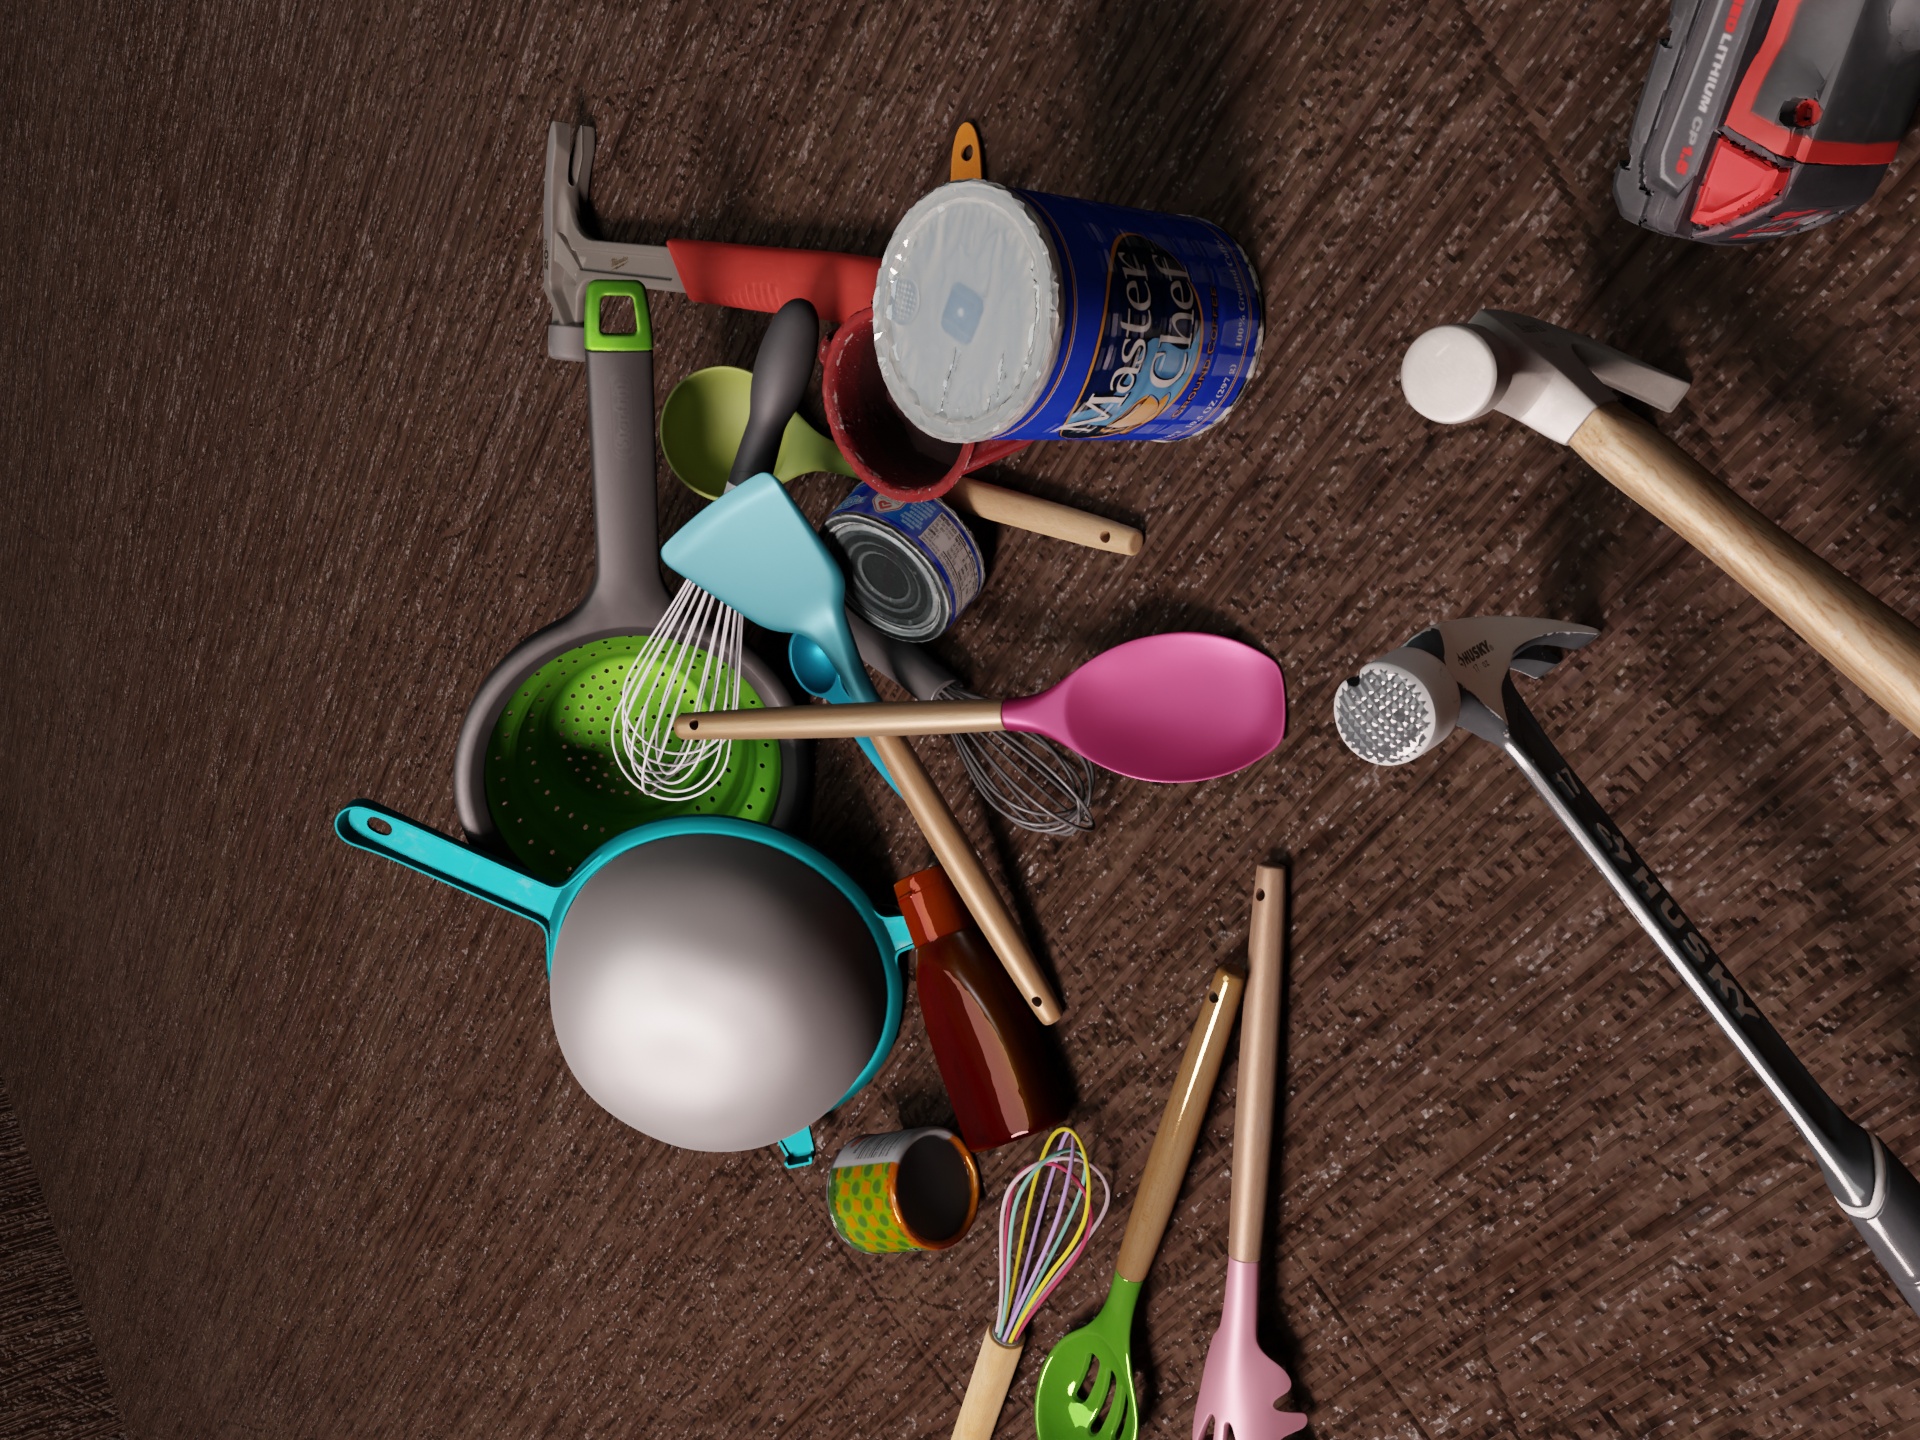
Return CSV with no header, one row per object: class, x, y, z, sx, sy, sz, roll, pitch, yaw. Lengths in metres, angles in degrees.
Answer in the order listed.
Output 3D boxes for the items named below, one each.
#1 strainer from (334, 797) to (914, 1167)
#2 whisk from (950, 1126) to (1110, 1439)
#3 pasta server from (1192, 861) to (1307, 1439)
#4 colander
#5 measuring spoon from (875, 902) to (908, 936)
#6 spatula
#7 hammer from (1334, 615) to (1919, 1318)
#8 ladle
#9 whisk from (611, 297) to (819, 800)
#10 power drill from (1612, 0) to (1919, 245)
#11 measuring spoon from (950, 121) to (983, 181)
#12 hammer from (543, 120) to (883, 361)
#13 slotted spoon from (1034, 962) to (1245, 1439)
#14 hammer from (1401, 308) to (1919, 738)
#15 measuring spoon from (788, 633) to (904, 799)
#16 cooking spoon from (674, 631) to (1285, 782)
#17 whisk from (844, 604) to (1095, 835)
strainer,-0.199,0.138,0.879,0.340,0.095,0.211,25,114,-5
whisk,0.030,0.317,0.853,0.047,0.051,0.244,32,122,31
pasta server,0.139,0.221,0.741,0.060,0.040,0.316,9,99,44
colander,-0.196,-0.057,0.937,0.095,0.204,0.397,-126,36,-67
measuring spoon,-0.071,0.118,0.943,0.124,0.018,0.034,-5,91,39
spatula,-0.037,0.023,0.819,0.082,0.044,0.317,-31,90,27
hammer,0.284,0.131,0.528,0.409,0.149,0.036,55,131,11
ladle,-0.042,-0.129,0.841,0.320,0.062,0.078,22,112,38
whisk,-0.125,-0.087,0.856,0.070,0.070,0.284,31,108,38
power drill,0.305,-0.144,0.444,0.227,0.080,0.187,41,134,43
measuring spoon,0.007,-0.243,0.806,0.021,0.011,0.117,0,93,42
hammer,-0.138,-0.270,0.926,0.359,0.036,0.149,20,110,42
slotted spoon,0.092,0.252,0.779,0.070,0.031,0.313,39,125,45
hammer,0.289,-0.022,0.500,0.331,0.130,0.031,45,126,17
measuring spoon,-0.052,-0.003,0.904,0.129,0.021,0.042,53,135,14
cooking spoon,-0.001,-0.002,0.773,0.319,0.017,0.069,-2,89,23
whisk,-0.010,-0.013,0.836,0.239,0.055,0.055,40,123,38
